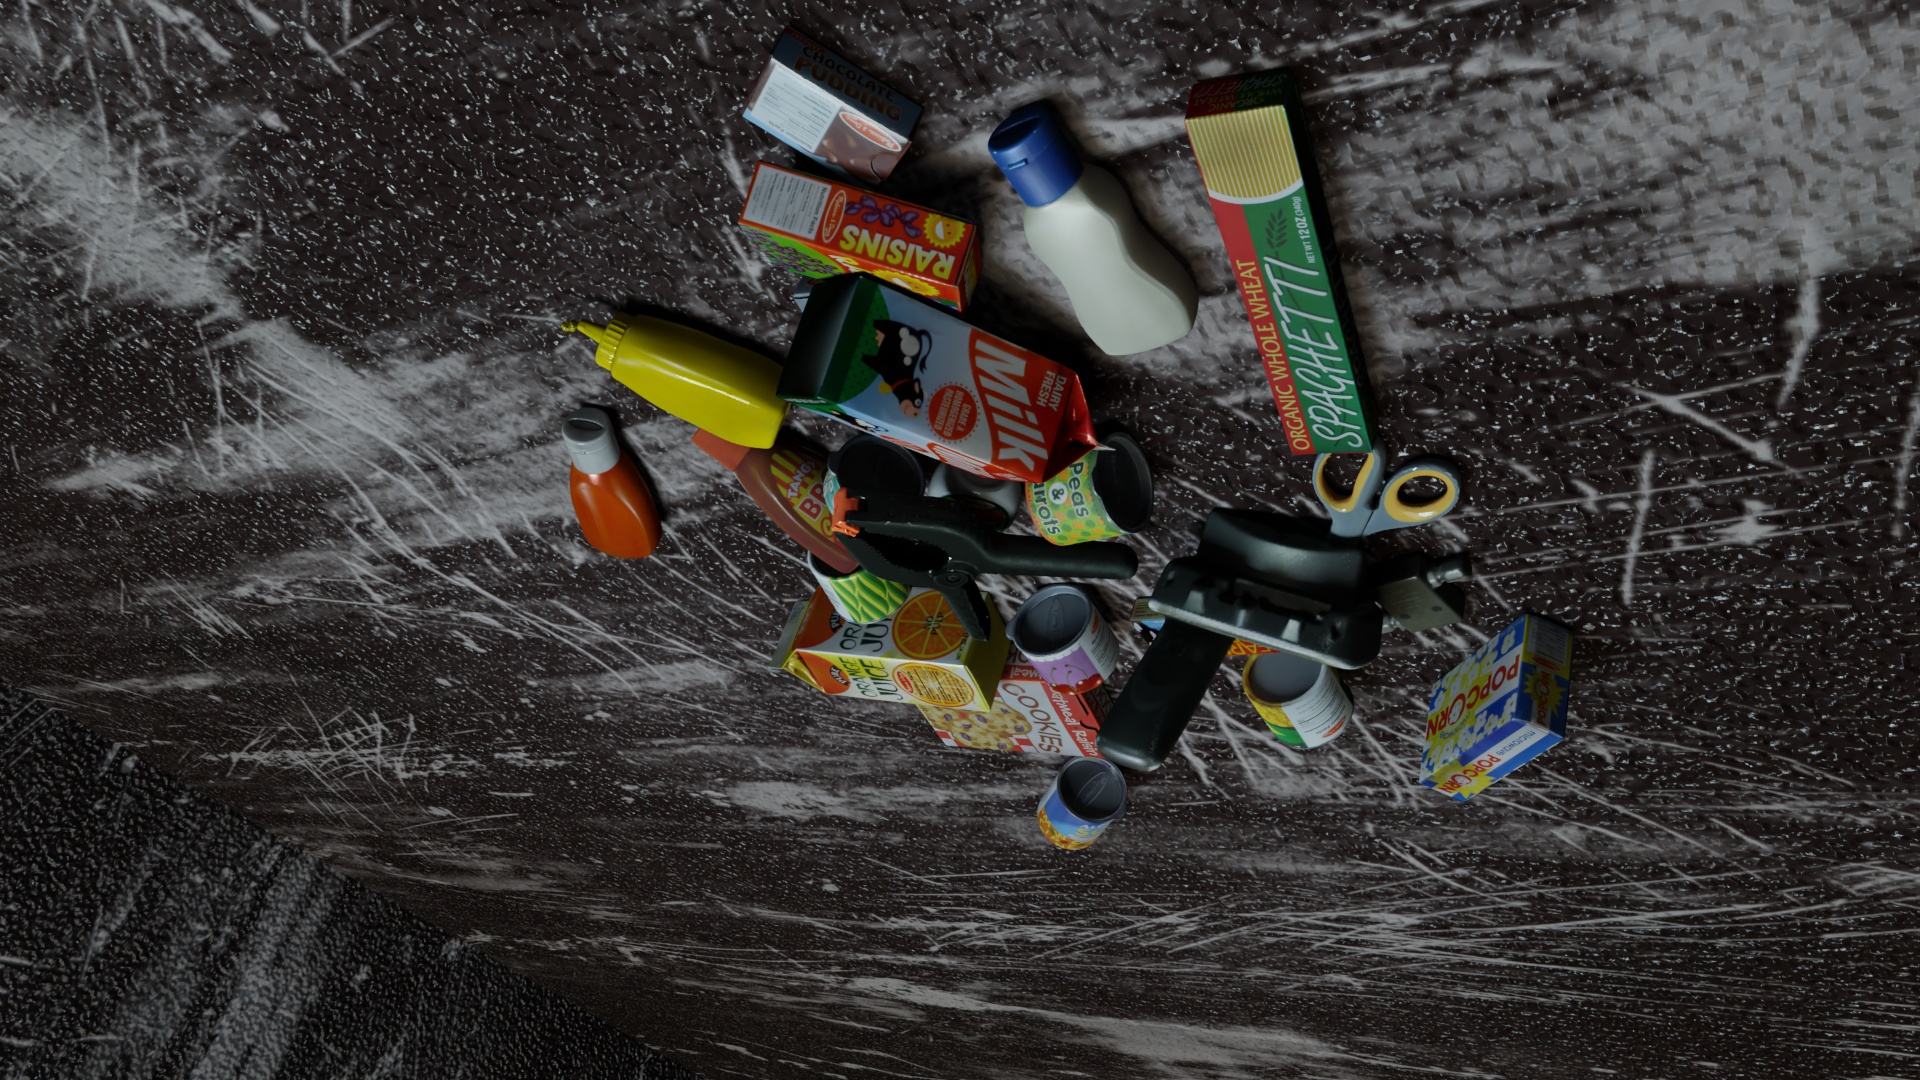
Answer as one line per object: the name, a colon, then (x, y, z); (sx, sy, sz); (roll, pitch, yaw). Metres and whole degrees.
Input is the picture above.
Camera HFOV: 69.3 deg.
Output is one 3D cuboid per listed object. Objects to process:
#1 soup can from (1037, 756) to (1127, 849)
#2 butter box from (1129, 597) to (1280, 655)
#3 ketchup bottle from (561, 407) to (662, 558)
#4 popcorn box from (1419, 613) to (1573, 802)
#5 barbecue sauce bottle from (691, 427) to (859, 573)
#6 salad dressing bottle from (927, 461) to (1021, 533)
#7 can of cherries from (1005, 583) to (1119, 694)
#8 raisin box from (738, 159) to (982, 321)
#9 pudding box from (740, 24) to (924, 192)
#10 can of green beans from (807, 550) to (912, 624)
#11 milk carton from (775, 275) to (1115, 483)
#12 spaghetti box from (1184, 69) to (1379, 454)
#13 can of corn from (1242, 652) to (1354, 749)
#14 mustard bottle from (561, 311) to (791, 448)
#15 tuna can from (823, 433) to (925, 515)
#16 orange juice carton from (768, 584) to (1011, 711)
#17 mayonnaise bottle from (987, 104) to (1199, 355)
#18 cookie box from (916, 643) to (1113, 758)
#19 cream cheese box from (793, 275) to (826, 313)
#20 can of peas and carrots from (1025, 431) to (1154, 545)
soup can: (0.114, 0.246, 1.293); (0.071, 0.072, 0.083); (19, 148, 0)
butter box: (0.183, 0.063, 1.027); (0.103, 0.024, 0.053); (-7, 138, 35)
ketchup bottle: (-0.278, -0.044, 1.093); (0.065, 0.044, 0.148); (13, 147, 9)
popcorn box: (0.367, 0.117, 0.954); (0.038, 0.085, 0.126); (22, 148, -1)
barbecue sauce bottle: (-0.123, -0.042, 1.001); (0.148, 0.065, 0.043); (36, 153, -10)
salad dressing bottle: (0.004, -0.012, 0.991); (0.064, 0.044, 0.147); (12, 148, -4)
can of cherries: (0.079, 0.076, 1.063); (0.071, 0.072, 0.058); (-4, 142, 32)
raisin box: (-0.052, -0.165, 0.771); (0.123, 0.040, 0.086); (18, 176, 3)
pudding box: (-0.067, -0.224, 0.729); (0.083, 0.030, 0.049); (28, 145, -14)
can of green beans: (-0.077, 0.021, 1.062); (0.071, 0.071, 0.057); (3, 143, 24)
milk carton: (-0.002, -0.085, 0.820); (0.190, 0.073, 0.072); (20, 176, -28)
spaghetti box: (0.176, -0.134, 0.736); (0.050, 0.029, 0.249); (0, 143, 29)
can of corn: (0.248, 0.110, 1.028); (0.071, 0.071, 0.058); (-7, 138, 35)
mustard bottle: (-0.191, -0.117, 0.934); (0.160, 0.049, 0.065); (24, 147, -7)
tuna can: (-0.063, -0.039, 0.965); (0.071, 0.071, 0.032); (26, 147, -10)
orange juice carton: (-0.064, 0.085, 1.144); (0.192, 0.072, 0.072); (3, 144, 23)
mayonnaise bottle: (0.069, -0.163, 0.740); (0.064, 0.041, 0.147); (-11, 135, 36)
cookie box: (0.043, 0.137, 1.195); (0.167, 0.040, 0.122); (0, 143, 27)
cream cheese box: (-0.057, -0.126, 0.874); (0.053, 0.024, 0.103); (0, 143, 28)
can of peas and carrots: (0.082, -0.032, 0.898); (0.058, 0.071, 0.071); (-12, 136, 39)
